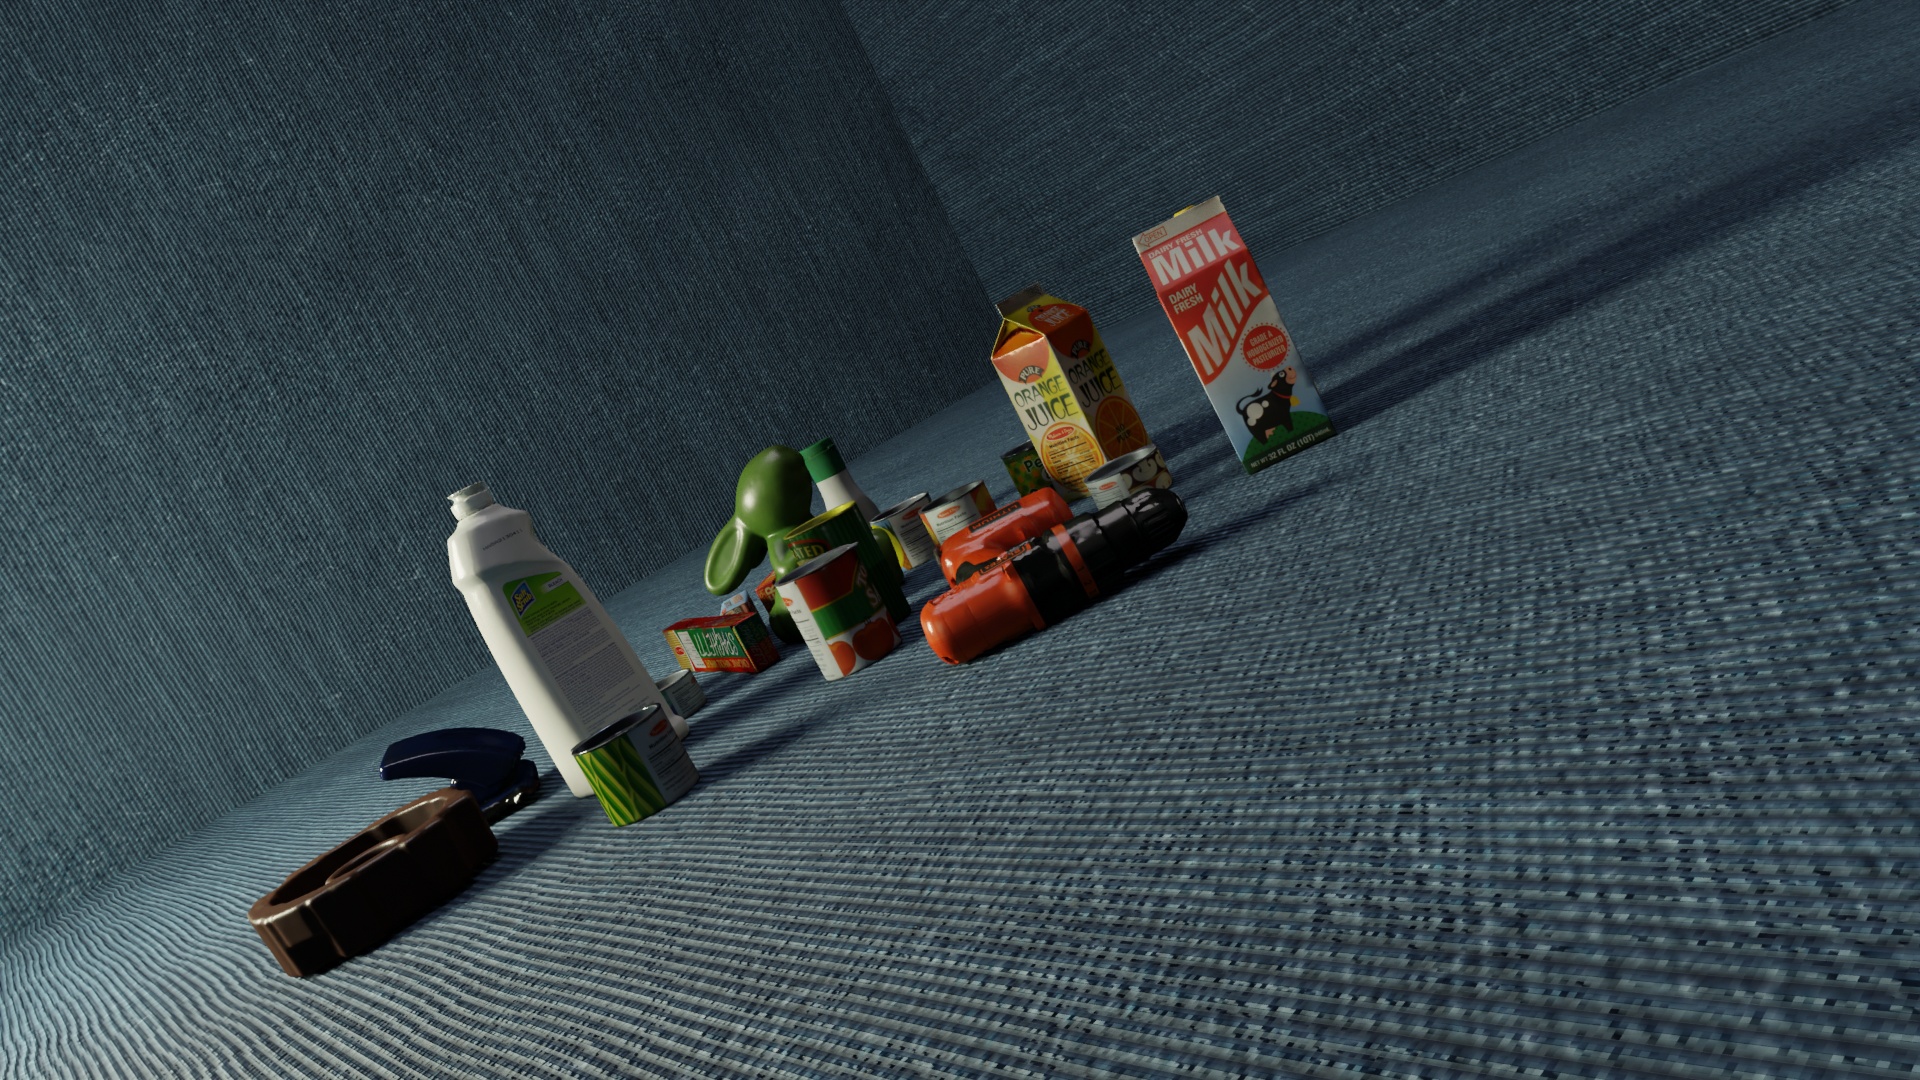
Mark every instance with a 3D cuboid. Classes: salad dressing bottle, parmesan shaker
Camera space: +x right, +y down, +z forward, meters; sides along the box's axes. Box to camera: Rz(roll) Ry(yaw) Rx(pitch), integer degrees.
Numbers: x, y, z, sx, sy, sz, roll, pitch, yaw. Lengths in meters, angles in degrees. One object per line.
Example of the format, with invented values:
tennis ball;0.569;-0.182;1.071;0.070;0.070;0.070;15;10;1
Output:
salad dressing bottle;-0.119;-0.036;1.456;0.044;0.147;0.064;-22;10;34
parmesan shaker;-0.090;0.027;1.133;0.071;0.103;0.071;-27;8;4

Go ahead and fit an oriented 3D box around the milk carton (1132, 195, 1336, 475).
milk carton;0.199;-0.152;1.020;0.072;0.190;0.073;-26;8;12

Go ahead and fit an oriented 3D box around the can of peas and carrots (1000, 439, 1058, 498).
can of peas and carrots;0.081;-0.069;1.341;0.071;0.058;0.071;-27;8;4

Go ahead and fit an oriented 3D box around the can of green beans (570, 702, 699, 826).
can of green beans;-0.218;0.151;0.934;0.071;0.057;0.071;-27;8;4

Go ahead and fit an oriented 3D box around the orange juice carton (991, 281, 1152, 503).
orange juice carton;0.095;-0.139;1.261;0.073;0.192;0.072;-19;11;46

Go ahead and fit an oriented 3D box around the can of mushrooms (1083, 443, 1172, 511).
can of mushrooms;0.138;-0.050;1.131;0.071;0.033;0.071;-27;8;4

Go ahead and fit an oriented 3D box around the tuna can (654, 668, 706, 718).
tuna can;-0.258;0.142;1.203;0.071;0.033;0.071;-27;8;4

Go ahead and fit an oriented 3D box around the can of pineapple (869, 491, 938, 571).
can of pineapple;-0.048;-0.008;1.377;0.071;0.058;0.071;-27;8;4

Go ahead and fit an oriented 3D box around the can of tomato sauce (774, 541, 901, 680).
can of tomato sauce;-0.089;0.053;1.045;0.071;0.083;0.071;-27;8;4

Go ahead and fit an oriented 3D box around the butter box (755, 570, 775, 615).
butter box;-0.175;0.054;1.406;0.024;0.053;0.104;-26;8;11

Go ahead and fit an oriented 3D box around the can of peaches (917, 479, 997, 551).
can of peaches;0.004;-0.016;1.257;0.071;0.058;0.071;-27;8;4

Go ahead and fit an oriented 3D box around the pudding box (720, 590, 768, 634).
pudding box;-0.214;0.081;1.374;0.030;0.049;0.084;-28;8;-5

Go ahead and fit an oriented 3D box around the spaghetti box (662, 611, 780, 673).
spaghetti box;-0.232;0.099;1.322;0.029;0.050;0.249;-31;9;-25
